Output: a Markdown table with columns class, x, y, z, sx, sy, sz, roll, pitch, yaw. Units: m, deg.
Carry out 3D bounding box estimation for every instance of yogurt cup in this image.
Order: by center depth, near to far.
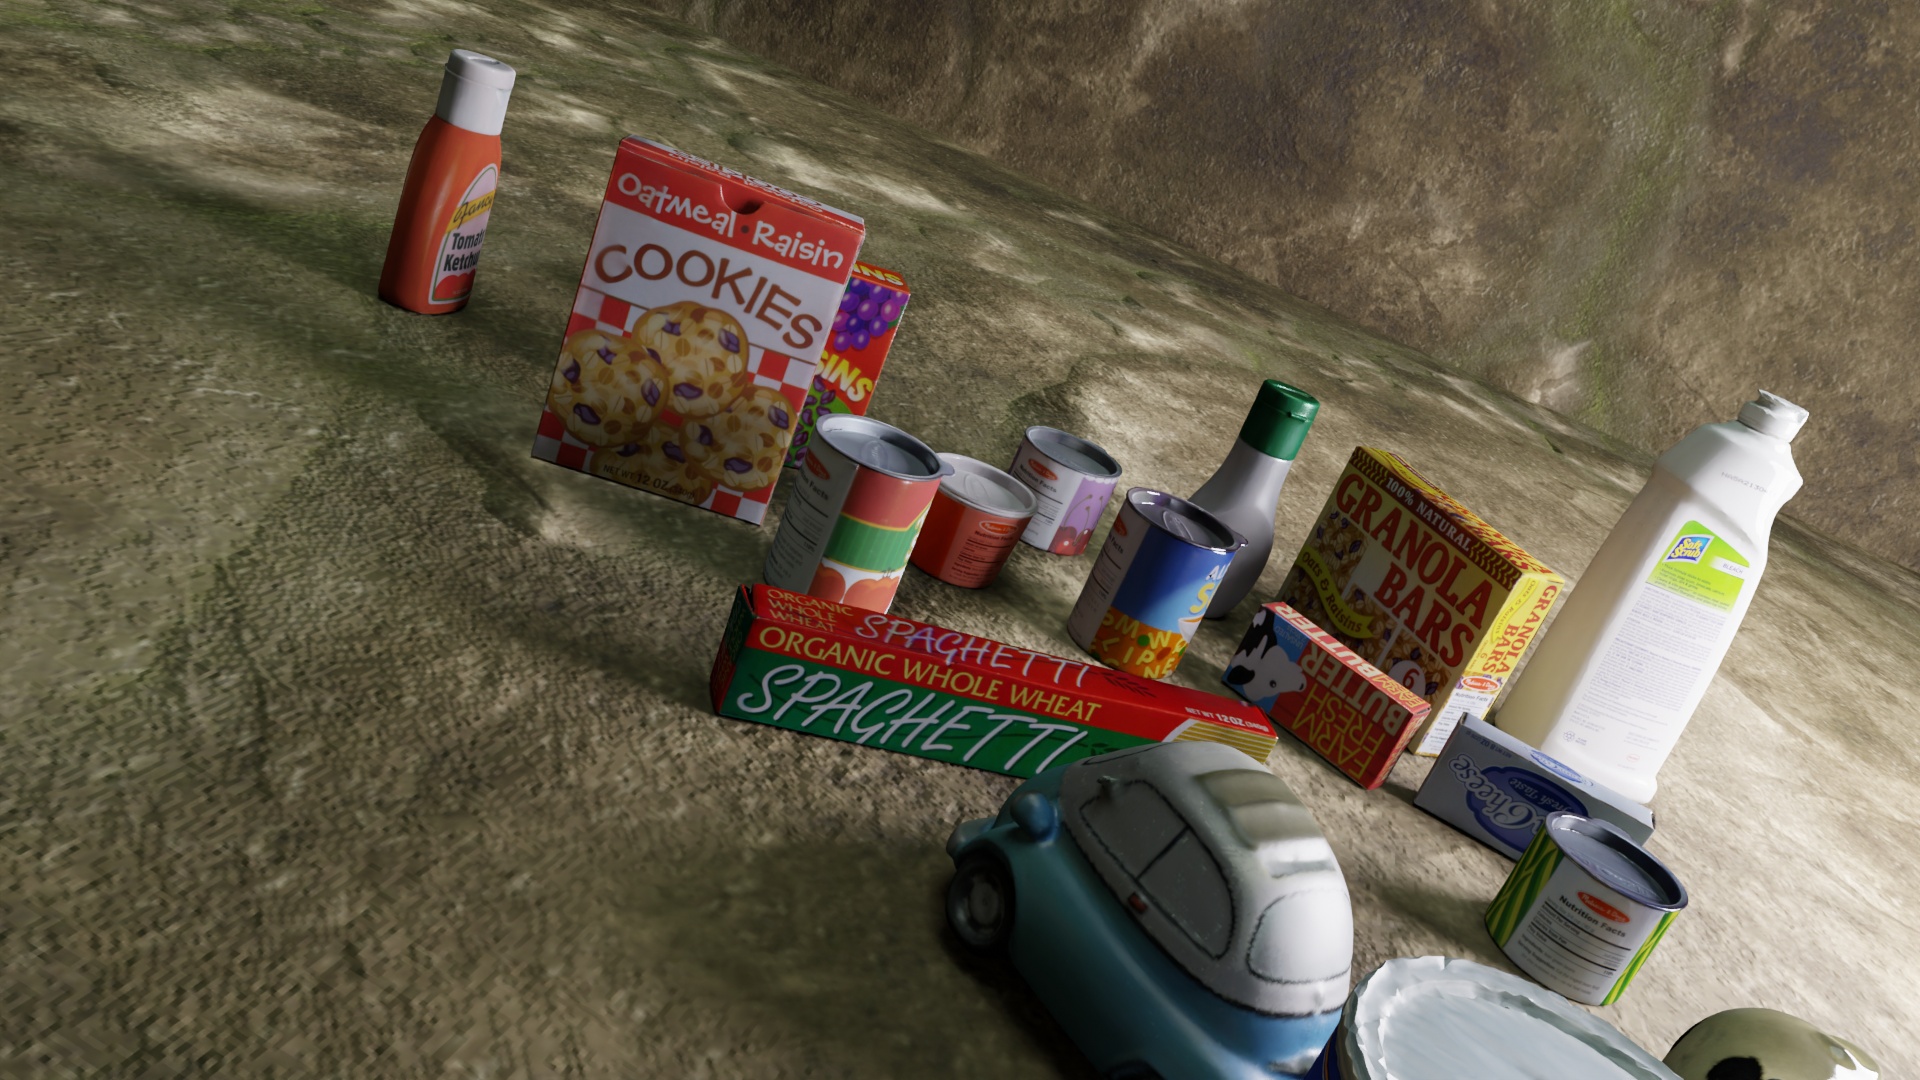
| class | x | y | z | sx | sy | sz | roll | pitch | yaw |
| --- | --- | --- | --- | --- | --- | --- | --- | --- | --- |
| yogurt cup | 0.003 | -0.010 | 0.772 | 0.072 | 0.053 | 0.073 | 20 | 21 | -8 |

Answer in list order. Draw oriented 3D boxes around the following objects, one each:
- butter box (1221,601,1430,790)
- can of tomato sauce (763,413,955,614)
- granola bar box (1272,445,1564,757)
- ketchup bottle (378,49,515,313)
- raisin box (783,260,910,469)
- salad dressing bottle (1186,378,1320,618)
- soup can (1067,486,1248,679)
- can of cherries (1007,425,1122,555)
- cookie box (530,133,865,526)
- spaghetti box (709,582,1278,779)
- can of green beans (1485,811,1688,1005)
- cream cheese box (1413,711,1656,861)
| class | x | y | z | sx | sy | sz | roll | pitch | yaw |
| --- | --- | --- | --- | --- | --- | --- | --- | --- | --- |
| butter box | 0.195 | 0.082 | 0.747 | 0.024 | 0.053 | 0.104 | -2 | 32 | -48 |
| can of tomato sauce | -0.051 | -0.010 | 0.679 | 0.071 | 0.082 | 0.071 | 20 | 21 | -8 |
| granola bar box | 0.269 | 0.034 | 0.839 | 0.039 | 0.123 | 0.166 | 12 | 24 | -26 |
| ketchup bottle | -0.298 | -0.209 | 0.813 | 0.043 | 0.148 | 0.065 | 24 | 21 | 3 |
| raisin box | -0.091 | -0.106 | 0.811 | 0.086 | 0.123 | 0.040 | 14 | 22 | -21 |
| salad dressing bottle | 0.171 | -0.025 | 0.847 | 0.064 | 0.147 | 0.044 | 16 | 22 | -18 |
| soup can | 0.106 | 0.024 | 0.753 | 0.071 | 0.083 | 0.071 | 20 | 21 | -8 |
| can of cherries | 0.062 | -0.031 | 0.875 | 0.071 | 0.058 | 0.072 | 20 | 21 | -8 |
| cookie box | -0.133 | -0.103 | 0.702 | 0.123 | 0.166 | 0.040 | 18 | 21 | -13 |
| spaghetti box | 0.019 | 0.073 | 0.598 | 0.250 | 0.050 | 0.029 | 15 | 22 | -20 |
| can of green beans | 0.282 | 0.166 | 0.629 | 0.071 | 0.057 | 0.071 | 20 | 21 | -8 |
| cream cheese box | 0.293 | 0.138 | 0.714 | 0.104 | 0.053 | 0.024 | 29 | 22 | 15 |
